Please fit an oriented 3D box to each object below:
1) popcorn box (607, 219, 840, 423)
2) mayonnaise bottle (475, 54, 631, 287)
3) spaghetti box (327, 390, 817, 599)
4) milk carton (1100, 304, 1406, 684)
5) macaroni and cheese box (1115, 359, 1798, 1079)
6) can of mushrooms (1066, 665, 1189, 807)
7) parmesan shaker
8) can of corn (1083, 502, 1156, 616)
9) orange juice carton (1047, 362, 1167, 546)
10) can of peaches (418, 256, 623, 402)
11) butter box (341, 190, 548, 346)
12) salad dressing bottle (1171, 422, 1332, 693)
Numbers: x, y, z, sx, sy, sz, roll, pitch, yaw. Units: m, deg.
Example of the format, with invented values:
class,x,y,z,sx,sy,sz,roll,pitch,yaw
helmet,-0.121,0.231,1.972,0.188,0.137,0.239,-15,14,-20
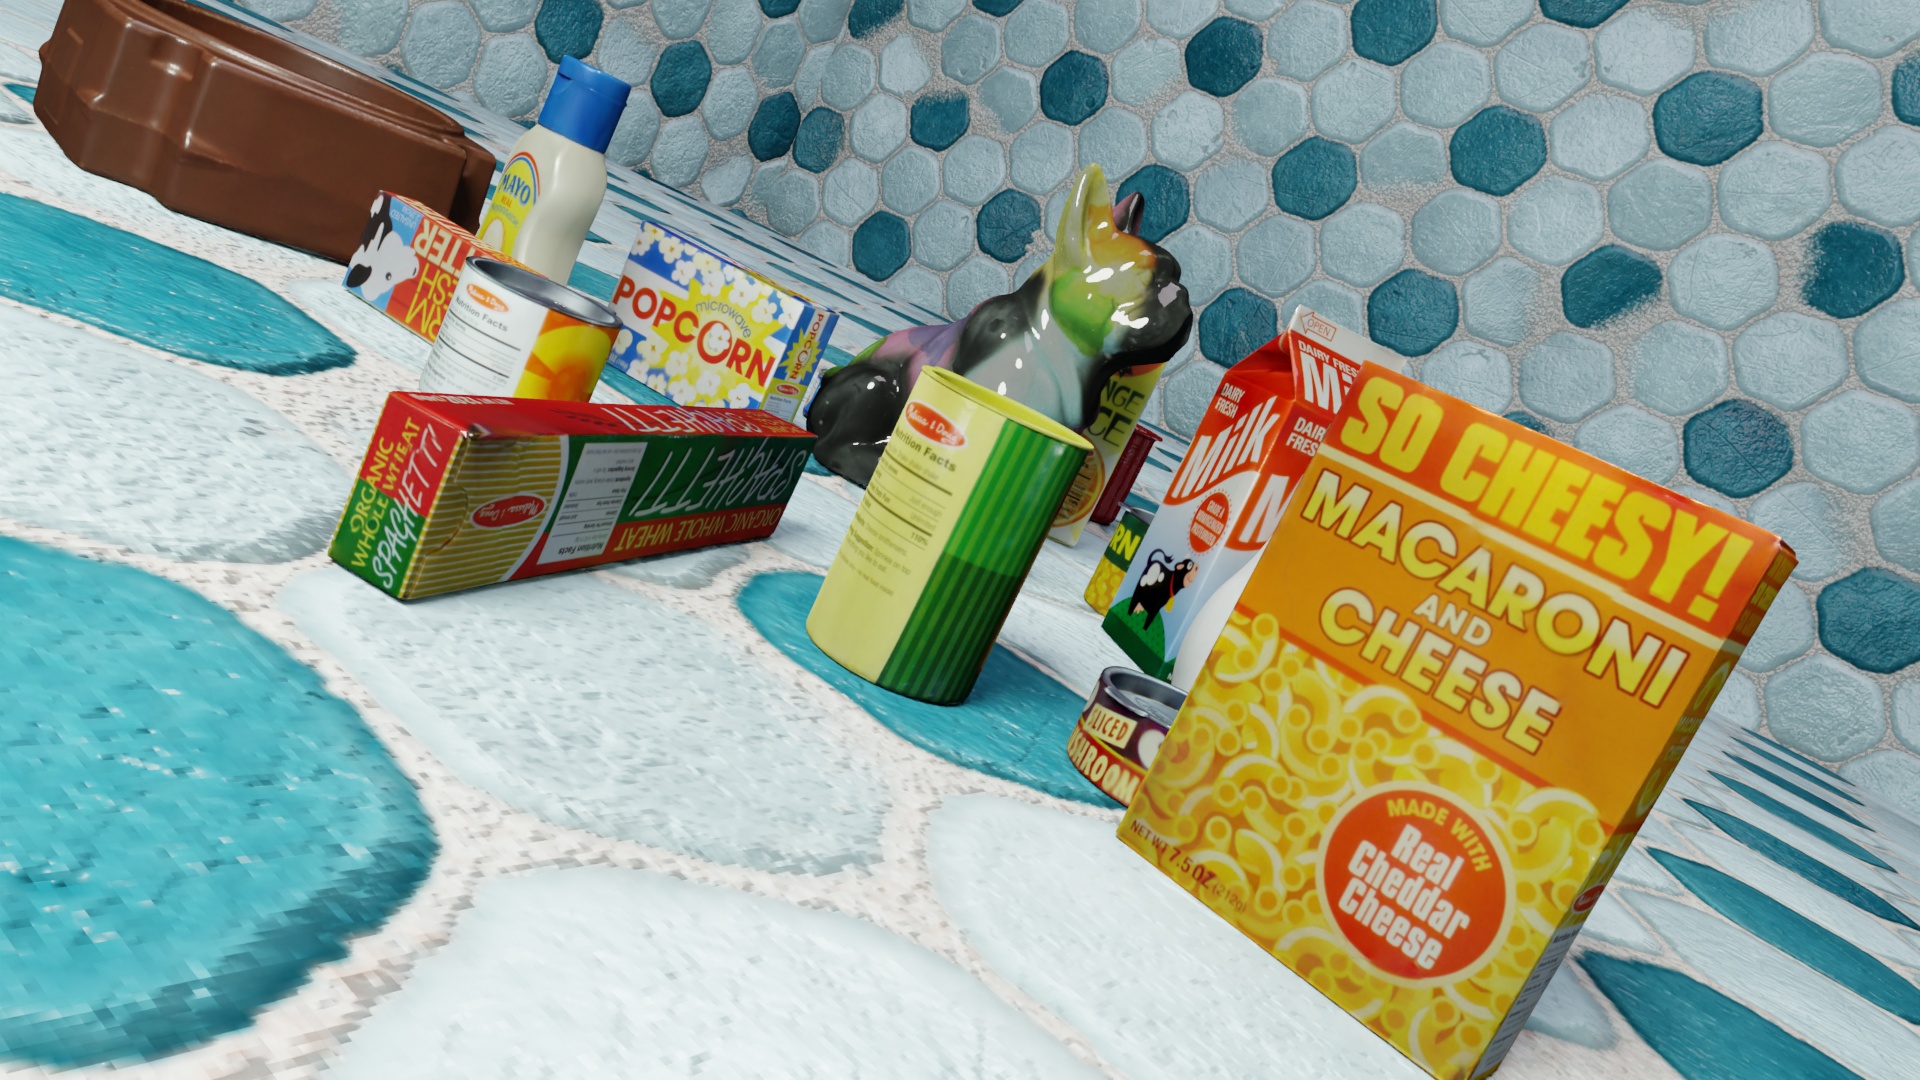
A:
class,x,y,z,sx,sy,sz,roll,pitch,yaw
popcorn box,-0.142,-0.118,0.790,0.127,0.085,0.038,30,11,23
mayonnaise bottle,-0.215,-0.173,0.715,0.065,0.147,0.041,34,13,38
spaghetti box,-0.113,-0.020,0.475,0.029,0.050,0.250,28,11,12
milk carton,0.151,-0.016,0.688,0.072,0.190,0.073,22,11,-22
macaroni and cheese box,0.135,0.048,0.402,0.124,0.166,0.040,33,12,35
can of mushrooms,0.072,0.074,0.493,0.071,0.033,0.071,25,10,-5
parmesan shaker,-0.006,-0.003,0.495,0.071,0.103,0.071,25,10,-5
can of corn,0.108,0.019,0.776,0.071,0.058,0.071,25,10,-5
orange juice carton,0.082,-0.100,0.933,0.073,0.192,0.072,24,10,-8
can of peaches,-0.180,-0.077,0.574,0.071,0.058,0.071,25,10,-5
butter box,-0.244,-0.121,0.656,0.103,0.053,0.024,30,11,25
salad dressing bottle,0.142,0.023,0.596,0.064,0.147,0.044,24,10,-11
